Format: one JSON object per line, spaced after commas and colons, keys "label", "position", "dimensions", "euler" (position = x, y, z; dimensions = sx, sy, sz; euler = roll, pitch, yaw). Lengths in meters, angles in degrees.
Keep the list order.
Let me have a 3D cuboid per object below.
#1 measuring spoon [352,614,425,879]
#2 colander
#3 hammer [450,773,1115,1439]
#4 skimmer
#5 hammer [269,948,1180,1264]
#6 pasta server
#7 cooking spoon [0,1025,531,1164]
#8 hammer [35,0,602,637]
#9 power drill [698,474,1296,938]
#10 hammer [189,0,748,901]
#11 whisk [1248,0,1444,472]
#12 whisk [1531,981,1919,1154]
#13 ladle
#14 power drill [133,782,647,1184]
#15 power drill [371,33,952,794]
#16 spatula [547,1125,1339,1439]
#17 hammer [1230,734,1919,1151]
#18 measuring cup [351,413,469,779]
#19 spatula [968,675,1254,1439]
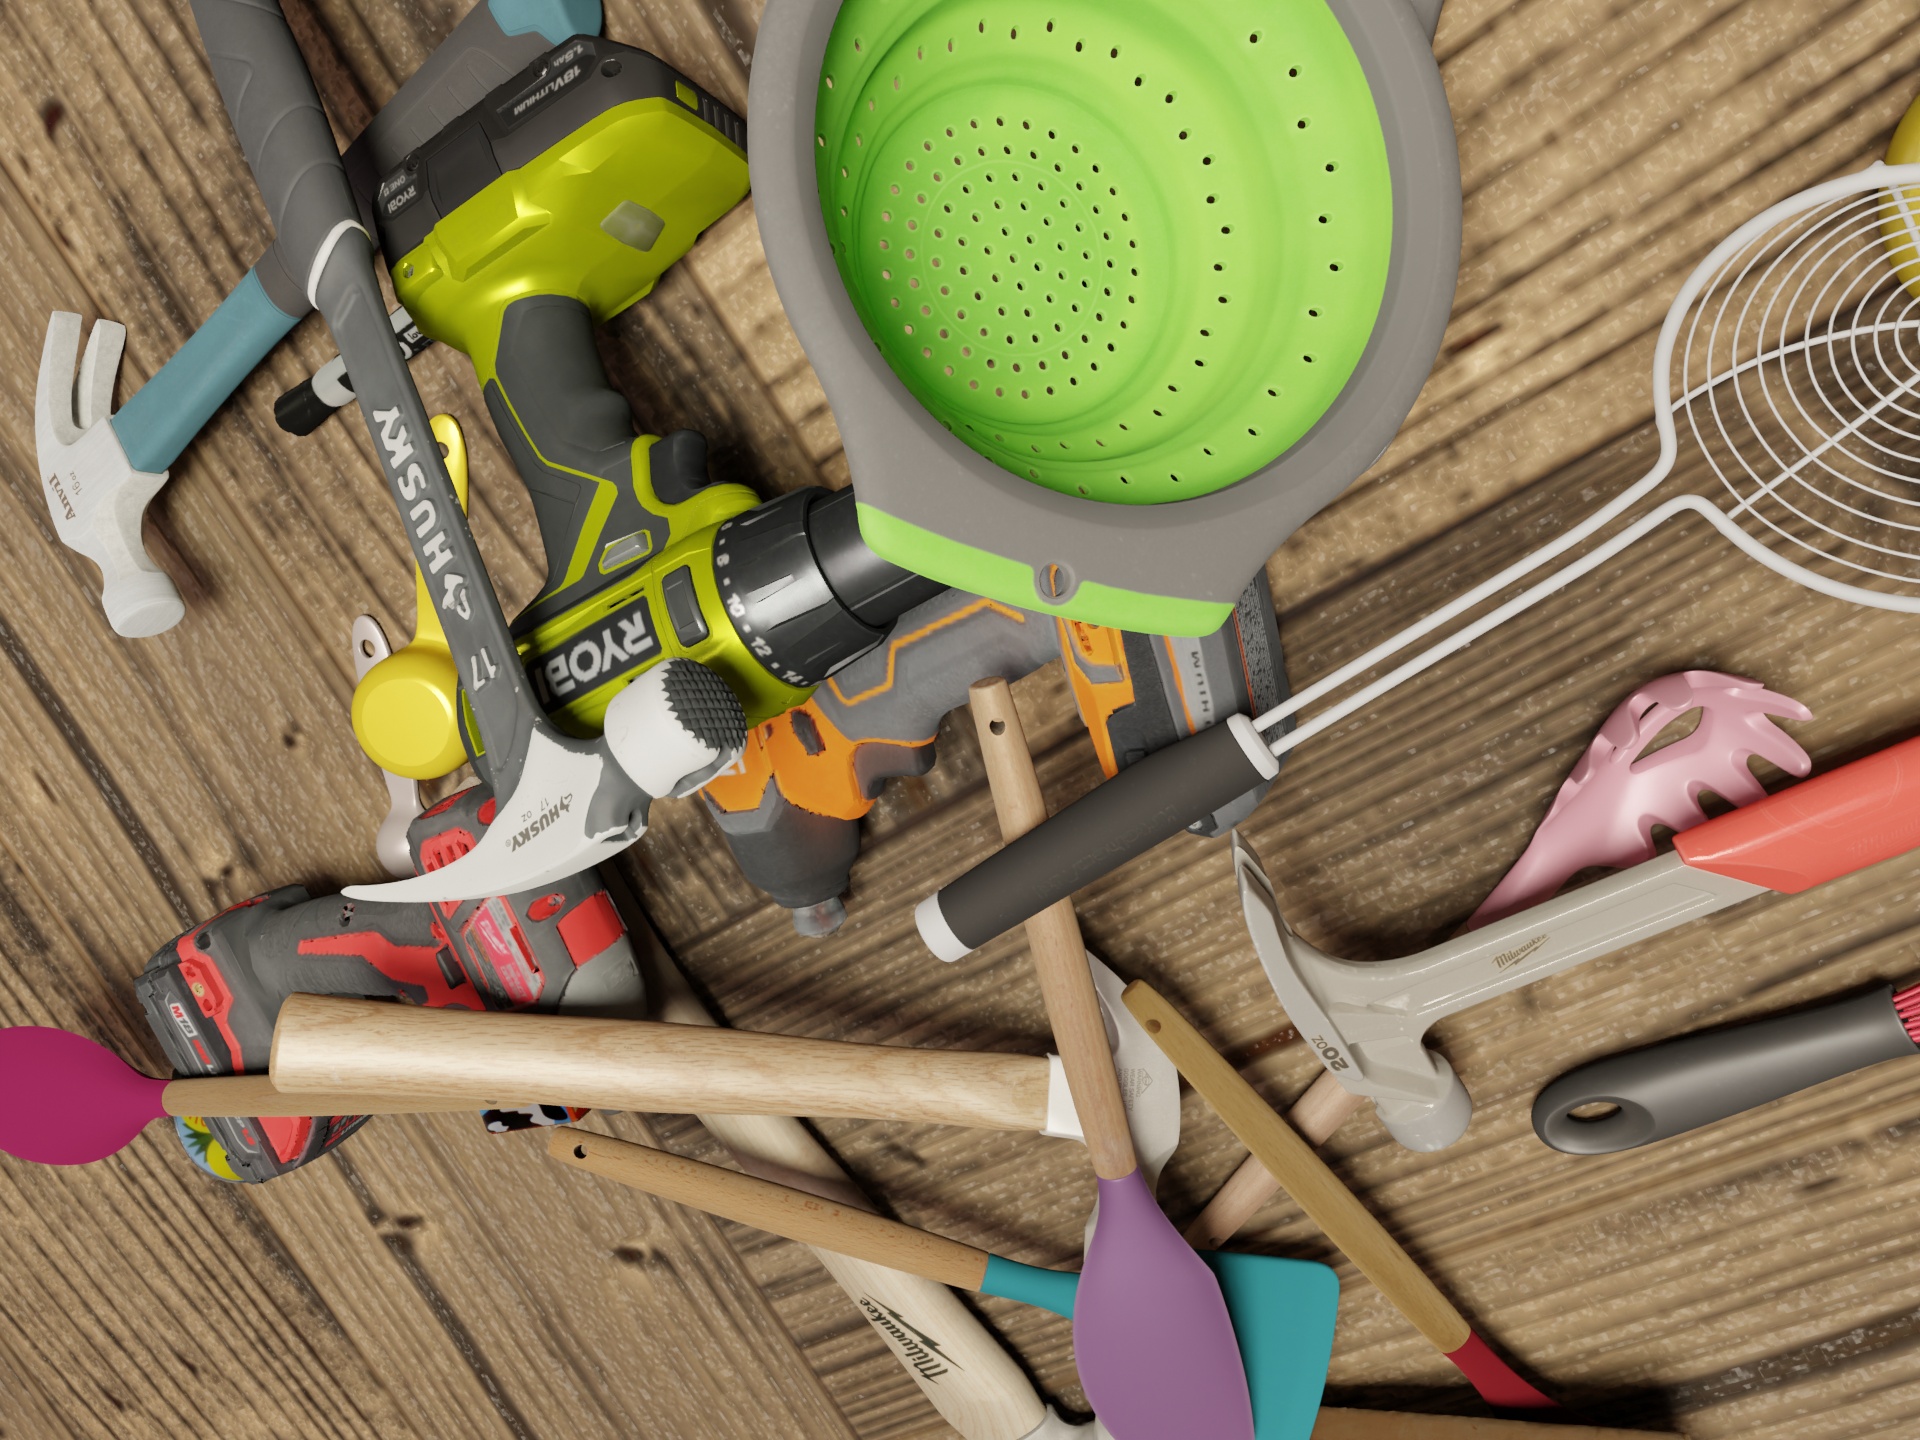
{"label": "measuring spoon", "position": [-0.255, 0.015, 0.704], "dimensions": [0.034, 0.018, 0.124], "euler": [-1, 106, 20]}
{"label": "colander", "position": [0.048, -0.223, 0.458], "dimensions": [0.204, 0.094, 0.397], "euler": [13, 87, -19]}
{"label": "hammer", "position": [-0.087, 0.190, 0.693], "dimensions": [0.146, 0.038, 0.410], "euler": [-38, 92, 27]}
{"label": "skimmer", "position": [0.136, -0.013, 0.438], "dimensions": [0.363, 0.090, 0.127], "euler": [-32, 107, 16]}
{"label": "hammer", "position": [-0.080, 0.128, 0.591], "dimensions": [0.331, 0.031, 0.130], "euler": [6, 77, -8]}
{"label": "pasta server", "position": [0.172, 0.100, 0.570], "dimensions": [0.060, 0.040, 0.316], "euler": [24, 118, -17]}
{"label": "cooking spoon", "position": [-0.307, 0.156, 0.659], "dimensions": [0.319, 0.017, 0.068], "euler": [-7, 103, 23]}
{"label": "hammer", "position": [-0.258, -0.176, 0.624], "dimensions": [0.331, 0.033, 0.128], "euler": [-36, 77, 22]}
{"label": "power drill", "position": [-0.001, -0.002, 0.577], "dimensions": [0.226, 0.084, 0.164], "euler": [-7, 106, 26]}
{"label": "hammer", "position": [-0.201, -0.130, 0.526], "dimensions": [0.149, 0.036, 0.409], "euler": [-34, 72, 26]}
{"label": "whisk", "position": [0.130, -0.187, 0.487], "dimensions": [0.055, 0.055, 0.239], "euler": [14, 107, 15]}
{"label": "whisk", "position": [0.320, 0.088, 0.506], "dimensions": [0.296, 0.073, 0.073], "euler": [-30, 96, 32]}
{"label": "ladle", "position": [0.169, 0.212, 0.595], "dimensions": [0.315, 0.031, 0.069], "euler": [47, 121, -5]}
{"label": "power drill", "position": [-0.229, 0.116, 0.668], "dimensions": [0.219, 0.078, 0.143], "euler": [-21, 99, 28]}
{"label": "power drill", "position": [-0.100, -0.103, 0.531], "dimensions": [0.190, 0.080, 0.229], "euler": [-25, 74, 23]}
{"label": "spatula", "position": [-0.015, 0.211, 0.631], "dimensions": [0.317, 0.044, 0.082], "euler": [15, 81, 4]}
{"label": "hammer", "position": [0.267, 0.023, 0.480], "dimensions": [0.359, 0.037, 0.149], "euler": [-26, 122, 18]}
{"label": "measuring cup", "position": [-0.224, -0.048, 0.663], "dimensions": [0.062, 0.029, 0.156], "euler": [10, 108, 3]}
{"label": "spatula", "position": [0.046, 0.134, 0.554], "dimensions": [0.060, 0.018, 0.315], "euler": [-13, 106, 5]}
